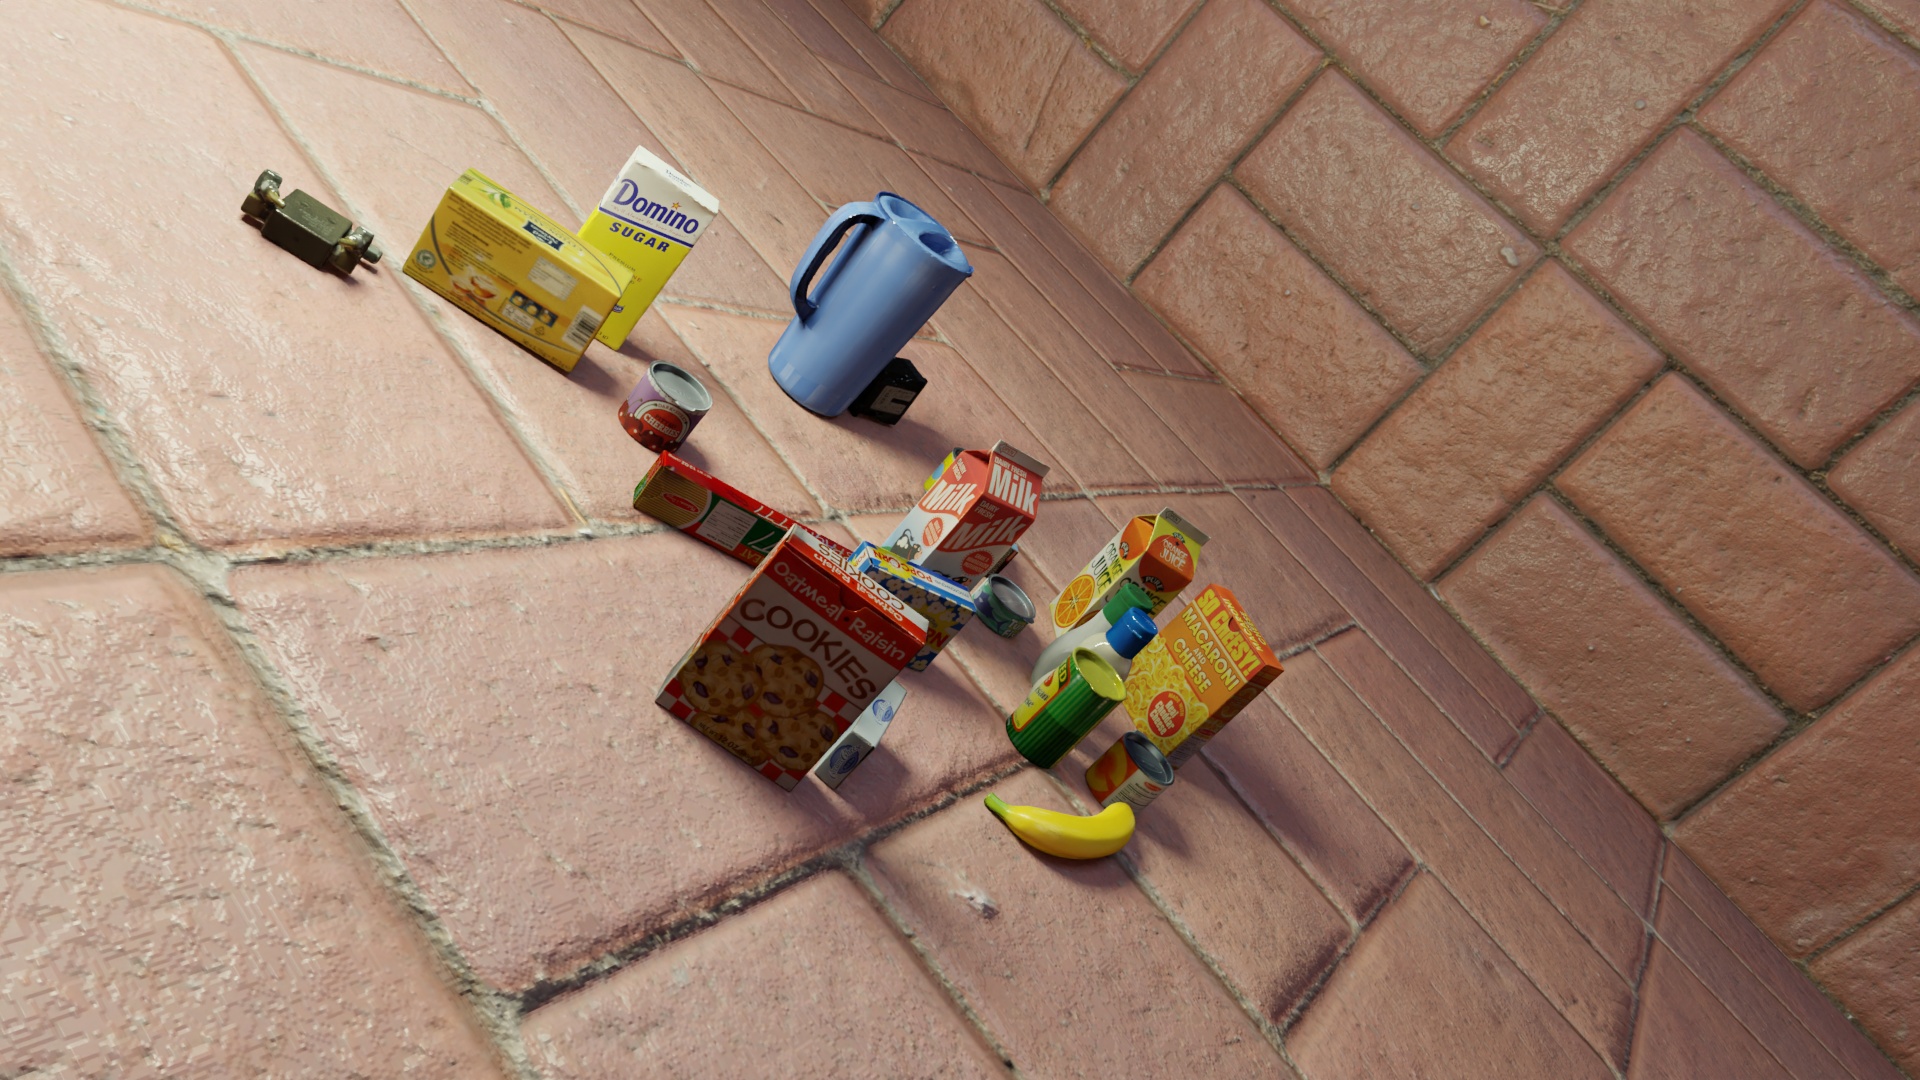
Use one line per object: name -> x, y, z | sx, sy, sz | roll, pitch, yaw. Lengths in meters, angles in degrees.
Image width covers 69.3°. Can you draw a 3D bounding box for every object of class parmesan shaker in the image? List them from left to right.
parmesan shaker -> 0.098, 0.160, 1.309 | 0.071, 0.102, 0.071 | 35, 23, -17

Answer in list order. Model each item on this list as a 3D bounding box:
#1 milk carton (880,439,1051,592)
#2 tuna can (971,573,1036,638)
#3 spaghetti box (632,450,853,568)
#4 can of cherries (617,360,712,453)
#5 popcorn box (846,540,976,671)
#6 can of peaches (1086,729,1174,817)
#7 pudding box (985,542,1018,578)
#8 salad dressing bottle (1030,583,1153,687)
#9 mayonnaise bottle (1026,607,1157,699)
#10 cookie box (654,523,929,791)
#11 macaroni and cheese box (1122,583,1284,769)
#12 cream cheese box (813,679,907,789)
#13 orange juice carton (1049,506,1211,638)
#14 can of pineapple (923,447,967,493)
milk carton -> 0.005, -0.017, 1.364 | 0.072, 0.190, 0.074 | 26, 27, -35
tuna can -> 0.047, 0.072, 1.478 | 0.071, 0.032, 0.071 | 35, 23, -17
spaghetti box -> -0.169, 0.001, 1.231 | 0.250, 0.050, 0.029 | 30, 25, -28
can of cherries -> -0.272, -0.121, 1.274 | 0.071, 0.058, 0.072 | 35, 23, -17
popcorn box -> -0.060, 0.061, 1.254 | 0.126, 0.085, 0.038 | 26, 27, -34
can of peaches -> 0.164, 0.228, 1.353 | 0.071, 0.058, 0.071 | 35, 23, -17
pudding box -> 0.035, -0.001, 1.568 | 0.030, 0.049, 0.084 | 31, 24, -25
salad dressing bottle -> 0.134, 0.106, 1.407 | 0.064, 0.147, 0.044 | 35, 23, -17
mayonnaise bottle -> 0.132, 0.127, 1.364 | 0.065, 0.147, 0.041 | 40, 22, -6
cookie box -> -0.121, 0.087, 0.998 | 0.123, 0.167, 0.040 | 37, 22, -12
macaroni and cheese box -> 0.252, 0.147, 1.501 | 0.040, 0.166, 0.124 | 21, 30, -42
cream cheese box -> -0.078, 0.151, 1.102 | 0.024, 0.053, 0.104 | 41, 22, -3
orange juice carton -> 0.190, 0.046, 1.550 | 0.072, 0.192, 0.073 | 32, 24, -23
can of pineapple -> 0.000, -0.065, 1.617 | 0.071, 0.057, 0.071 | 35, 23, -17
